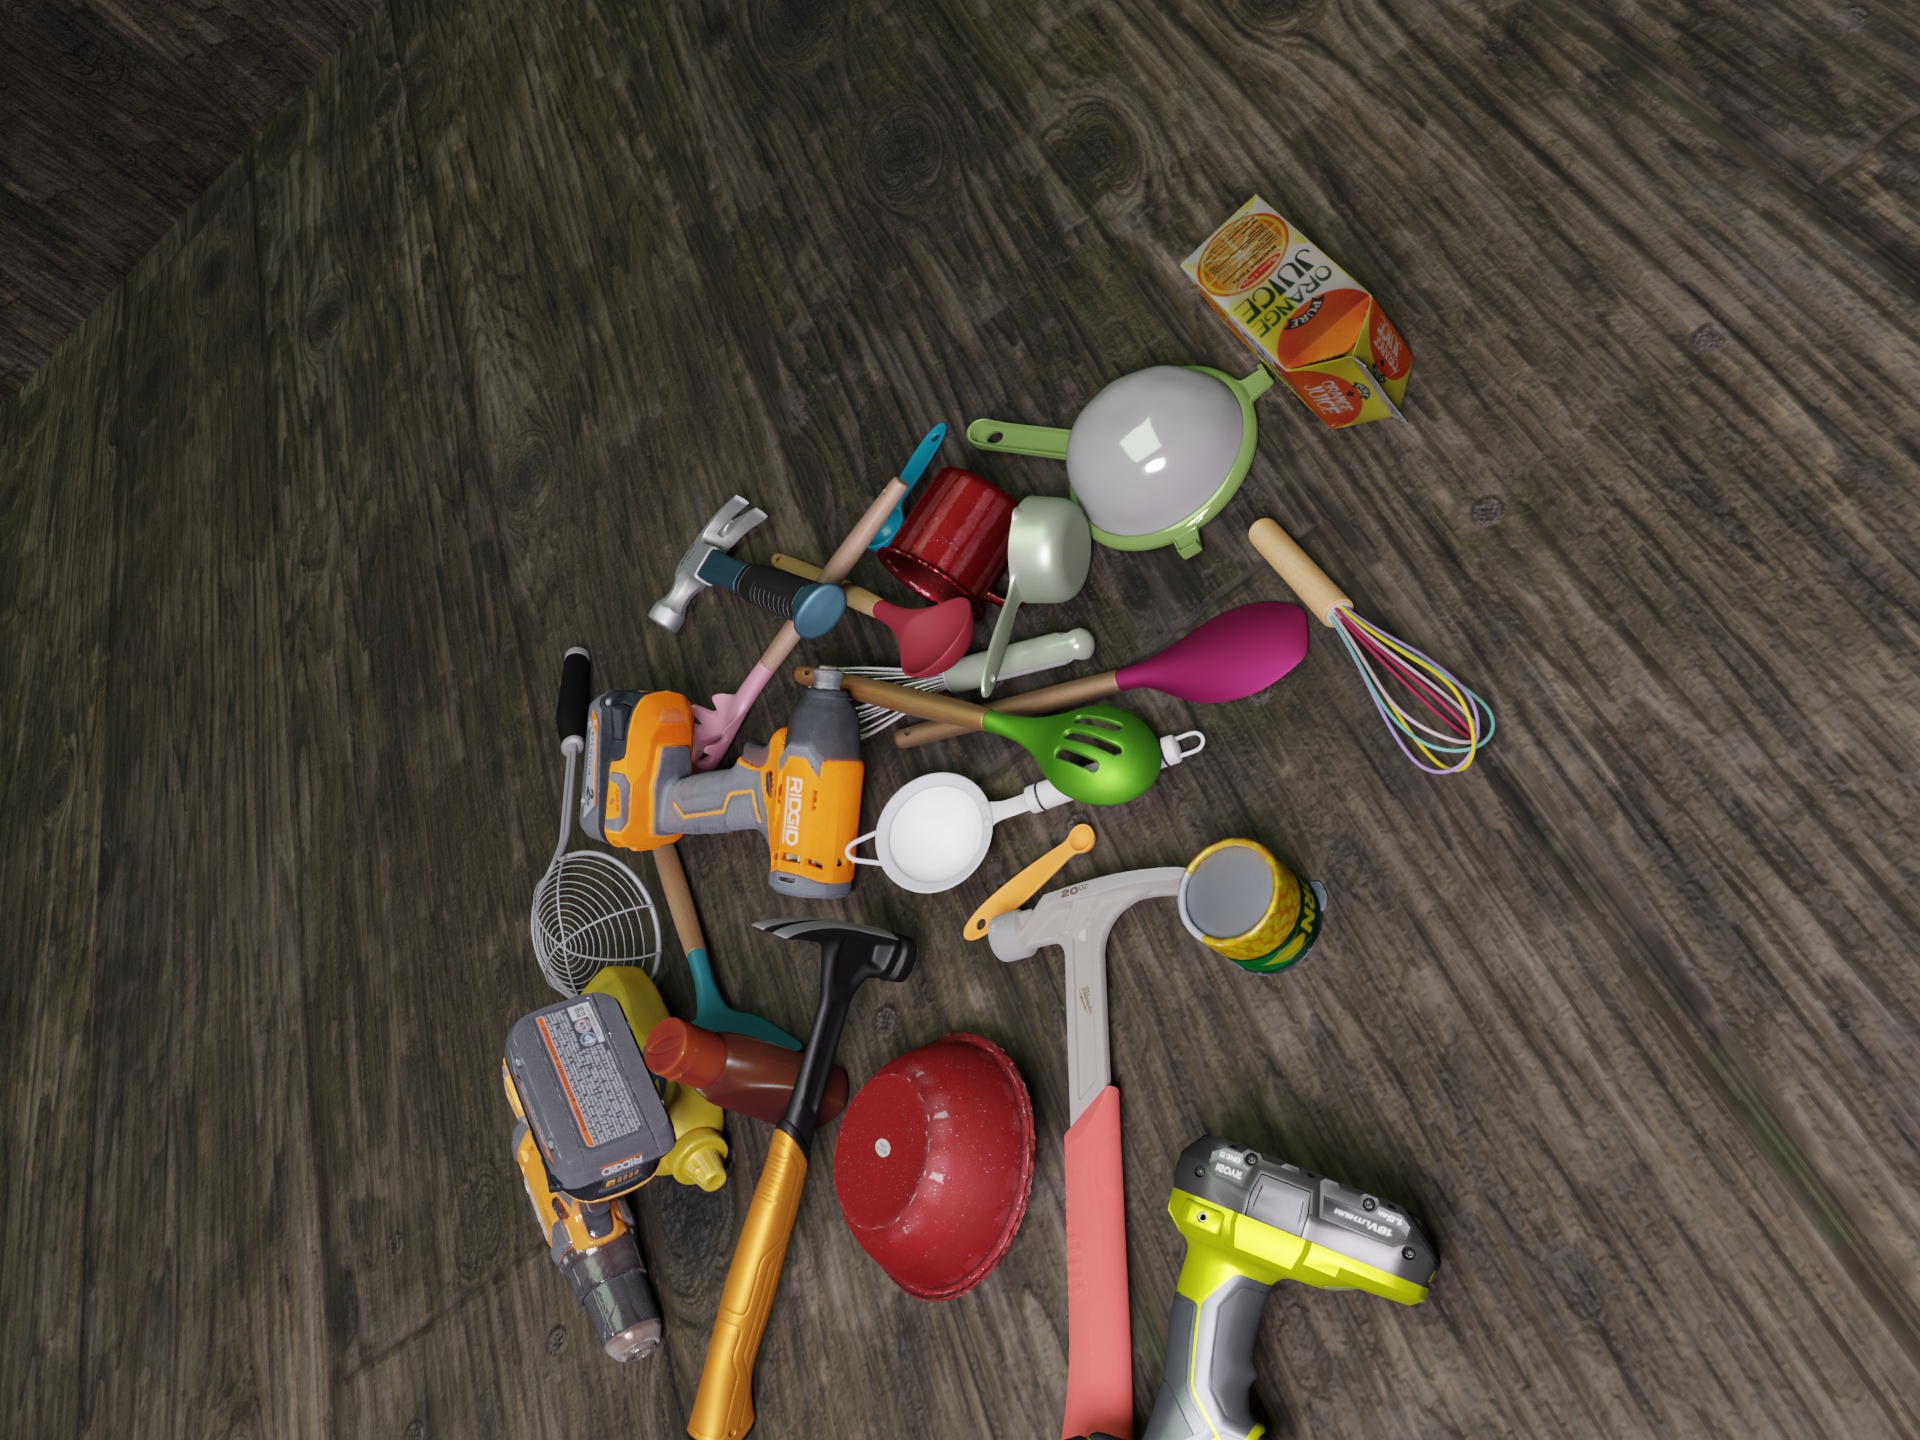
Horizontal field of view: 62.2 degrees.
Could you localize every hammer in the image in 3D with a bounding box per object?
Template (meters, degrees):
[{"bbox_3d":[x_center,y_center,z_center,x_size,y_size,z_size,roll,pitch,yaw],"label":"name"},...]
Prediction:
[{"bbox_3d":[0.085,0.262,0.918,0.149,0.036,0.359,-19,55,30],"label":"hammer"},{"bbox_3d":[-0.164,-0.108,1.255,0.128,0.033,0.331,-59,28,-3],"label":"hammer"},{"bbox_3d":[-0.117,0.290,1.000,0.034,0.127,0.337,11,85,41],"label":"hammer"}]

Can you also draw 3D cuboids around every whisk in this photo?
[{"bbox_3d":[-0.013,-0.029,1.157,0.246,0.058,0.059,-13,93,29],"label":"whisk"},{"bbox_3d":[0.243,-0.056,0.968,0.051,0.047,0.245,-32,45,2],"label":"whisk"}]

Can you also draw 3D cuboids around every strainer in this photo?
[{"bbox_3d":[0.044,0.057,1.063,0.258,0.050,0.087,-21,60,21],"label":"strainer"},{"bbox_3d":[0.090,-0.211,1.155,0.256,0.069,0.151,16,77,41],"label":"strainer"}]

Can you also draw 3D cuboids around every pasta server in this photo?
[{"bbox_3d":[-0.142,-0.066,1.239,0.316,0.040,0.060,-51,39,21],"label":"pasta server"}]

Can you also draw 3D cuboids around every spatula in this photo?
[{"bbox_3d":[-0.202,0.150,1.199,0.318,0.082,0.044,-120,31,-45],"label":"spatula"}]

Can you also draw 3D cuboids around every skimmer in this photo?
[{"bbox_3d":[-0.303,0.076,1.331,0.127,0.090,0.364,-43,36,26],"label":"skimmer"}]

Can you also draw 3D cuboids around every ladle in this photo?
[{"bbox_3d":[-0.075,-0.091,1.219,0.069,0.031,0.316,-53,36,-6],"label":"ladle"}]

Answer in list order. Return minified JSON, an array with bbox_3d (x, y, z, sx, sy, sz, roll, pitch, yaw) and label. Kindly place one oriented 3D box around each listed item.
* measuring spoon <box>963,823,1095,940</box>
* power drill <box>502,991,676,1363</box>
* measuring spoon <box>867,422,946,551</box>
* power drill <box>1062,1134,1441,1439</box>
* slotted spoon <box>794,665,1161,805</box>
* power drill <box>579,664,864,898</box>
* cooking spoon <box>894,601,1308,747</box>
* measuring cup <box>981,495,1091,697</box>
[{"bbox_3d":[0.046,0.109,1.054,0.117,0.011,0.021,-42,48,17],"label":"measuring spoon"},{"bbox_3d":[-0.241,0.306,1.048,0.186,0.084,0.226,58,149,29],"label":"power drill"},{"bbox_3d":[-0.039,-0.185,1.283,0.042,0.021,0.129,11,64,42],"label":"measuring spoon"},{"bbox_3d":[0.154,0.340,0.781,0.191,0.080,0.228,16,77,24],"label":"power drill"},{"bbox_3d":[-0.002,-0.003,1.089,0.314,0.031,0.070,15,66,38],"label":"slotted spoon"},{"bbox_3d":[-0.169,0.032,1.171,0.226,0.084,0.164,8,95,31],"label":"power drill"},{"bbox_3d":[0.086,-0.021,1.087,0.319,0.017,0.069,-15,57,31],"label":"cooking spoon"},{"bbox_3d":[0.052,-0.083,1.096,0.038,0.083,0.168,3,55,25],"label":"measuring cup"}]
